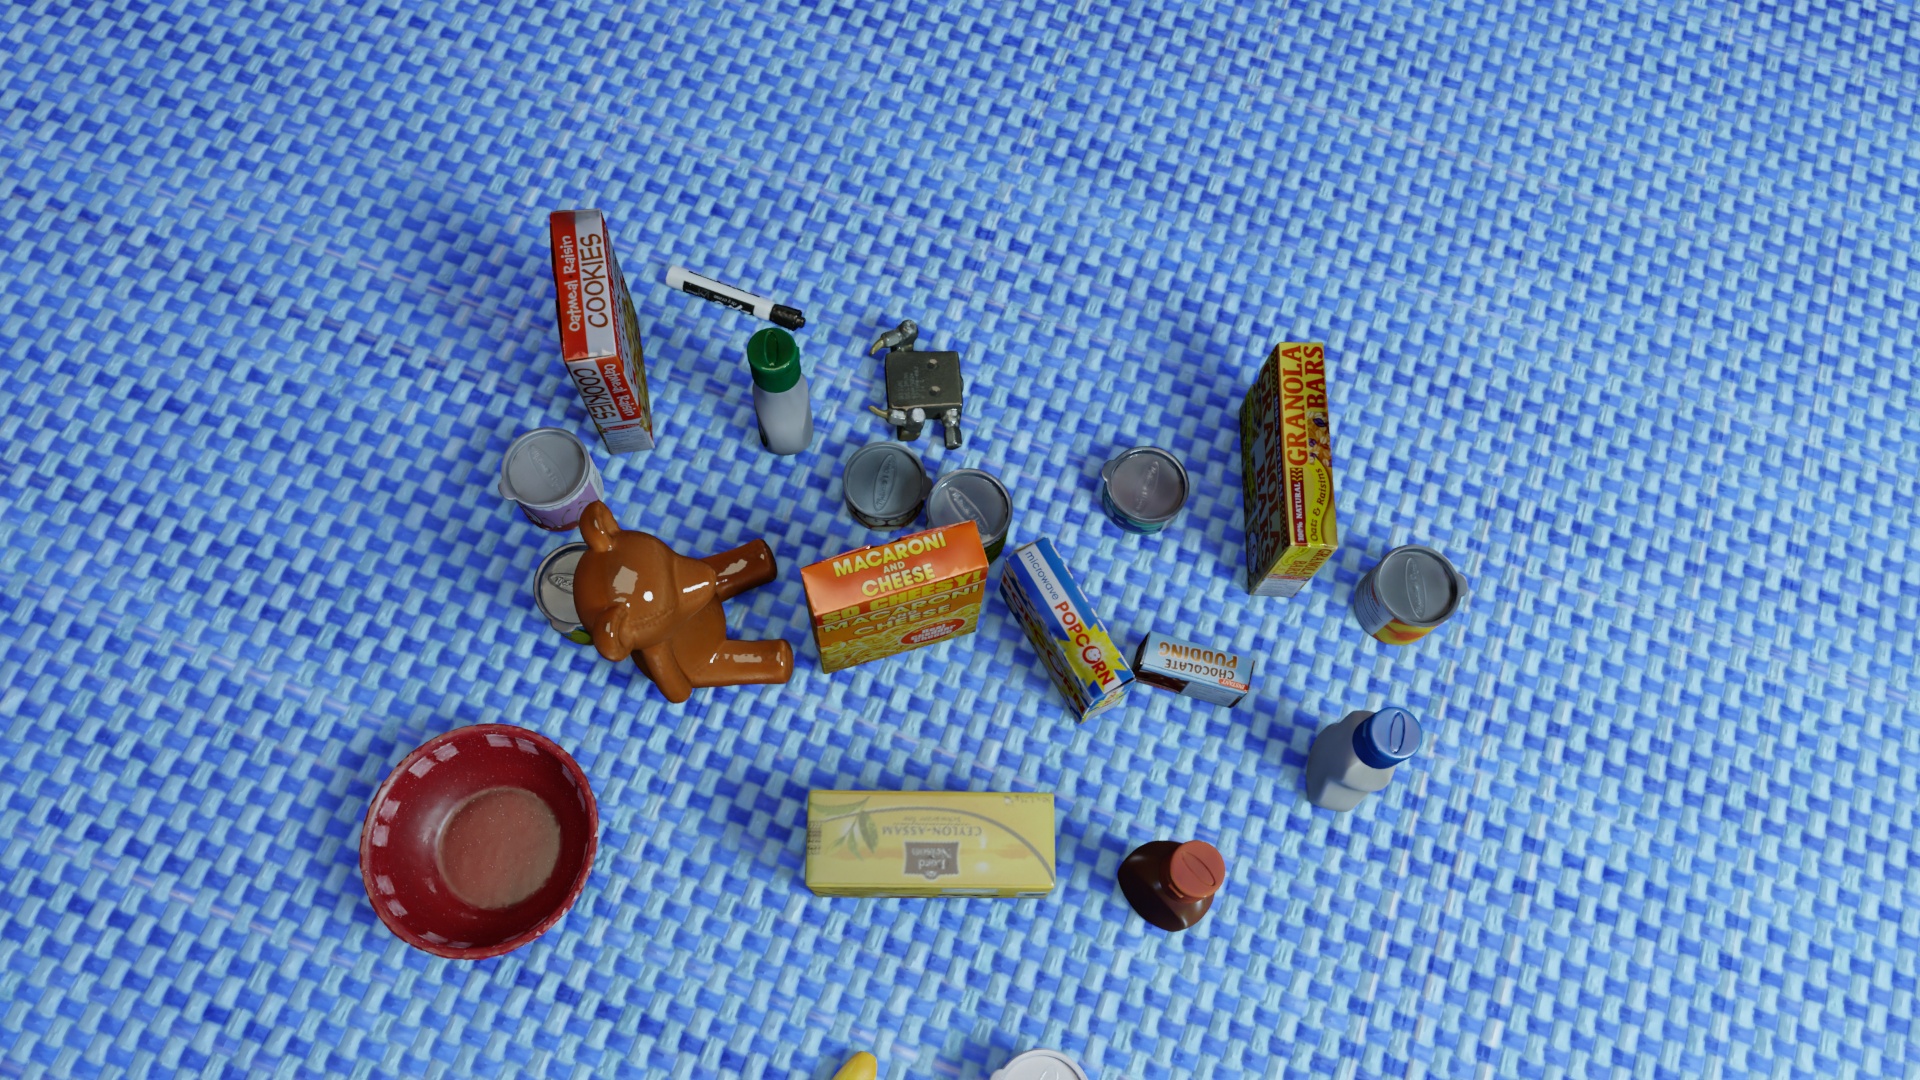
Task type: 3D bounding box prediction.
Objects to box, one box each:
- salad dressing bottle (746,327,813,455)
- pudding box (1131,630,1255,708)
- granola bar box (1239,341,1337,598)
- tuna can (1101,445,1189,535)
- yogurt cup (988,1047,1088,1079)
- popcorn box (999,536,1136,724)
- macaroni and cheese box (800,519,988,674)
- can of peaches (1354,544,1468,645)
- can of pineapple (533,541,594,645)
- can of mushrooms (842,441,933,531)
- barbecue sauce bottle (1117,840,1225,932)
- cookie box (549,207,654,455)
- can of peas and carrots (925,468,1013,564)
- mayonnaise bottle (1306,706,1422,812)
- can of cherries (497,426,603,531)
[{"bbox_3d":[-0.138,-0.113,1.059,0.044,0.147,0.064,-4,71,-4],"label":"salad dressing bottle"},{"bbox_3d":[0.174,0.098,1.051,0.084,0.049,0.030,15,70,2],"label":"pudding box"},{"bbox_3d":[0.249,-0.052,1.070,0.039,0.123,0.166,2,70,-2],"label":"granola bar box"},{"bbox_3d":[0.145,-0.040,1.109,0.071,0.032,0.071,1,70,-3],"label":"tuna can"},{"bbox_3d":[0.053,0.380,0.940,0.072,0.053,0.072,1,70,-3],"label":"yogurt cup"},{"bbox_3d":[0.077,0.068,1.038,0.038,0.085,0.127,-28,74,-12],"label":"popcorn box"},{"bbox_3d":[-0.048,0.043,0.997,0.124,0.166,0.040,-16,72,-8],"label":"macaroni and cheese box"},{"bbox_3d":[0.347,0.043,1.076,0.071,0.058,0.071,1,70,-3],"label":"can of peaches"},{"bbox_3d":[-0.282,0.042,1.043,0.071,0.057,0.071,1,70,-3],"label":"can of pineapple"},{"bbox_3d":[-0.057,-0.042,1.098,0.071,0.033,0.071,1,70,-3],"label":"can of mushrooms"},{"bbox_3d":[0.146,0.233,0.949,0.044,0.148,0.065,-41,77,-15],"label":"barbecue sauce bottle"},{"bbox_3d":[-0.272,-0.155,1.057,0.040,0.167,0.123,-9,71,-6],"label":"cookie box"},{"bbox_3d":[0.004,-0.014,1.078,0.071,0.058,0.071,1,70,-3],"label":"can of peas and carrots"},{"bbox_3d":[0.285,0.152,0.985,0.041,0.147,0.065,14,70,2],"label":"mayonnaise bottle"},{"bbox_3d":[-0.316,-0.045,1.073,0.071,0.058,0.071,1,70,-3],"label":"can of cherries"}]
